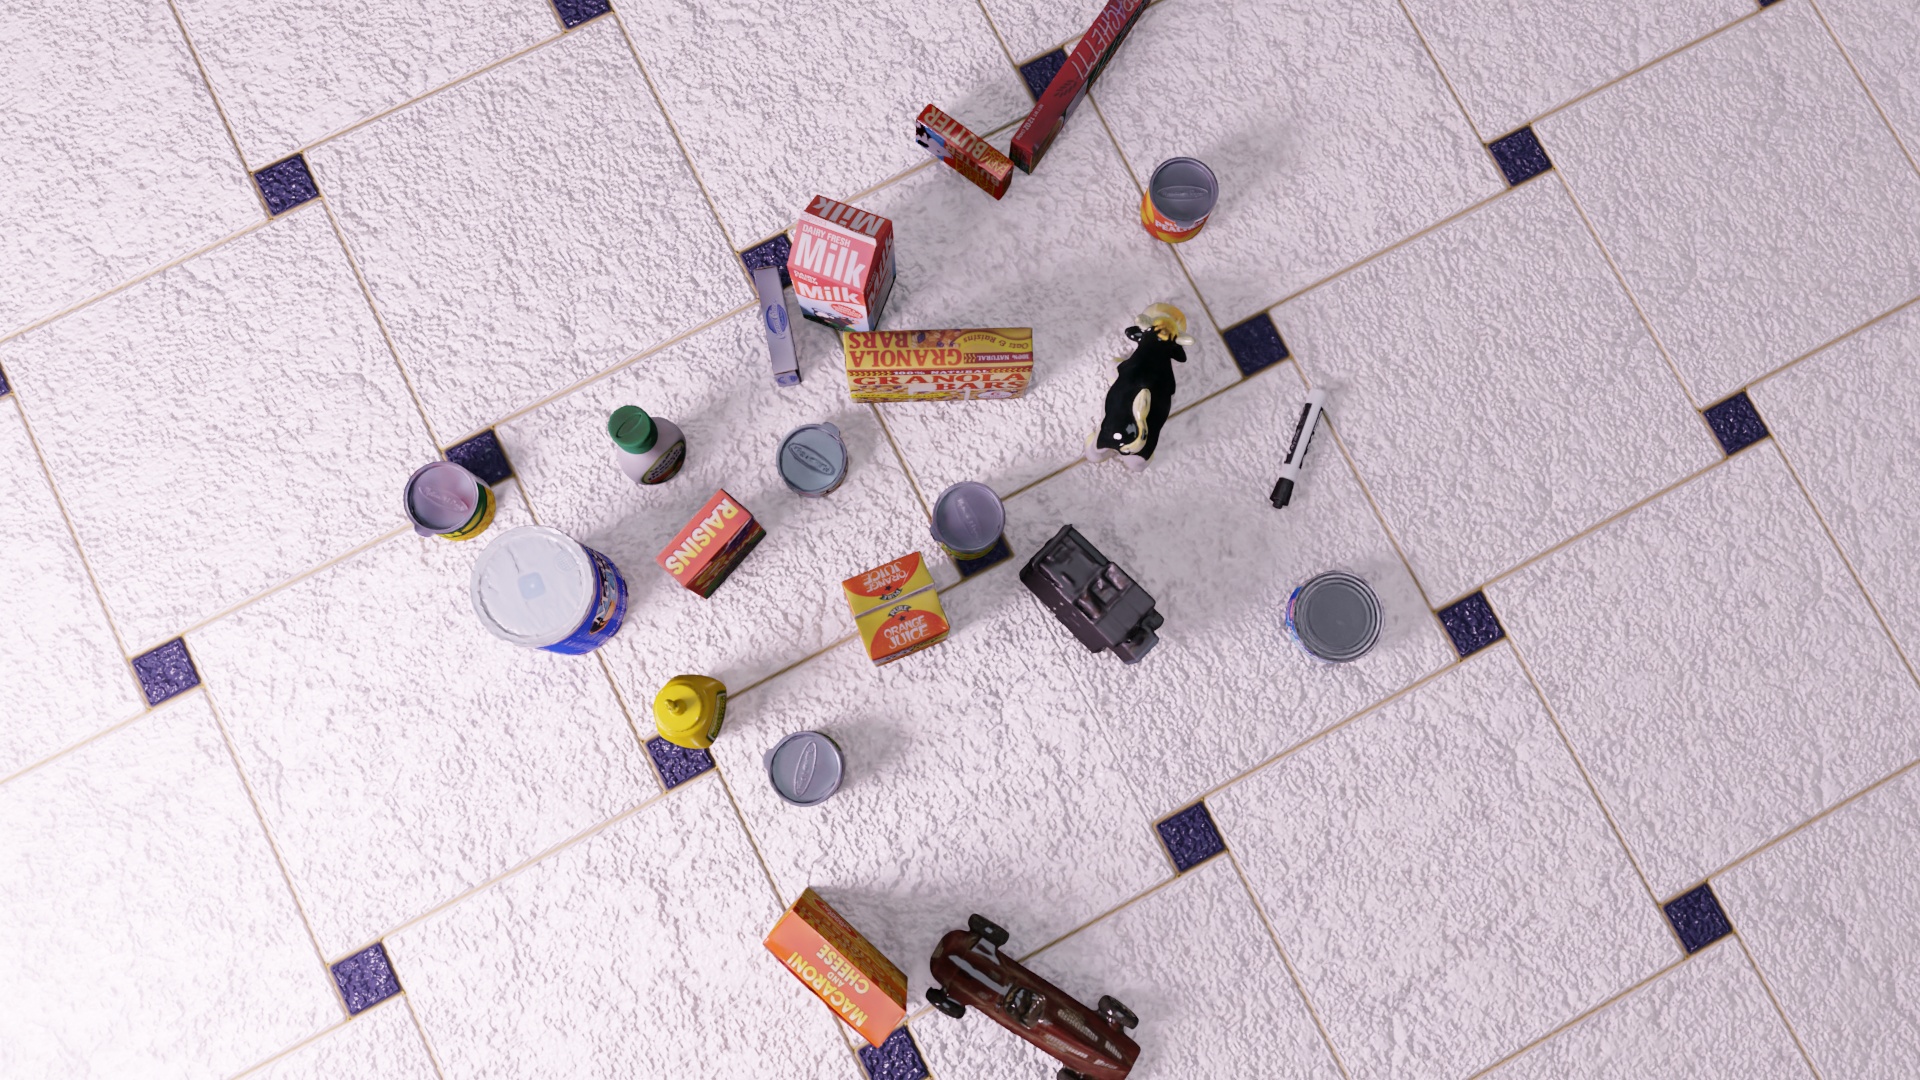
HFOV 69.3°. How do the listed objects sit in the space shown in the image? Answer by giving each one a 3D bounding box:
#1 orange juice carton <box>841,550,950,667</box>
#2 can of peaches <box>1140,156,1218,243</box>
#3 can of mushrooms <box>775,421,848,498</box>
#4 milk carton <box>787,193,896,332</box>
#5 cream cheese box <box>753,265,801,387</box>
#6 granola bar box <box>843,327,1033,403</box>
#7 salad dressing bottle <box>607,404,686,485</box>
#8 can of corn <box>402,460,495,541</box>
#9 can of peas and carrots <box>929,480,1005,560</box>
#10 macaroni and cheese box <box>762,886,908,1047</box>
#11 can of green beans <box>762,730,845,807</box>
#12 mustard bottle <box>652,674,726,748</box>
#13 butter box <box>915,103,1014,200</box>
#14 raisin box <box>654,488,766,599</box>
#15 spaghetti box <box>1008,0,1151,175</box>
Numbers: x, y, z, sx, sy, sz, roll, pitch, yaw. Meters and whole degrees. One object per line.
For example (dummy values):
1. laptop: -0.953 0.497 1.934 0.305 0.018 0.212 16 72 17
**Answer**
1. orange juice carton: -0.055 0.060 1.195 0.072 0.192 0.073 -21 83 -5
2. can of peaches: 0.208 -0.322 1.329 0.071 0.058 0.071 0 82 -2
3. can of mushrooms: -0.136 -0.075 1.293 0.071 0.033 0.071 0 82 -2
4. milk carton: -0.104 -0.247 1.240 0.072 0.190 0.073 20 82 1
5. cream cheese box: -0.171 -0.199 1.300 0.024 0.053 0.104 -11 82 -3
6. granola bar box: -0.020 -0.157 1.263 0.166 0.124 0.039 -2 82 -2
7. salad dressing bottle: -0.280 -0.086 1.232 0.044 0.147 0.064 44 83 4
8. can of corn: -0.464 -0.032 1.263 0.071 0.058 0.071 0 82 -2
9. can of peas and carrots: 0.005 -0.016 1.276 0.071 0.058 0.071 0 82 -2
10. macaroni and cheese box: -0.101 0.354 1.163 0.124 0.166 0.040 41 83 4
11. can of green beans: -0.136 0.203 1.239 0.071 0.057 0.071 0 82 -2
12. mustard bottle: -0.234 0.146 1.193 0.049 0.160 0.065 11 82 0
13. butter box: 0.004 -0.372 1.332 0.103 0.053 0.024 36 83 3
14. raisin box: -0.219 0.006 1.233 0.040 0.123 0.086 42 83 4
15. spaghetti box: 0.126 -0.468 1.352 0.029 0.050 0.250 33 82 3
